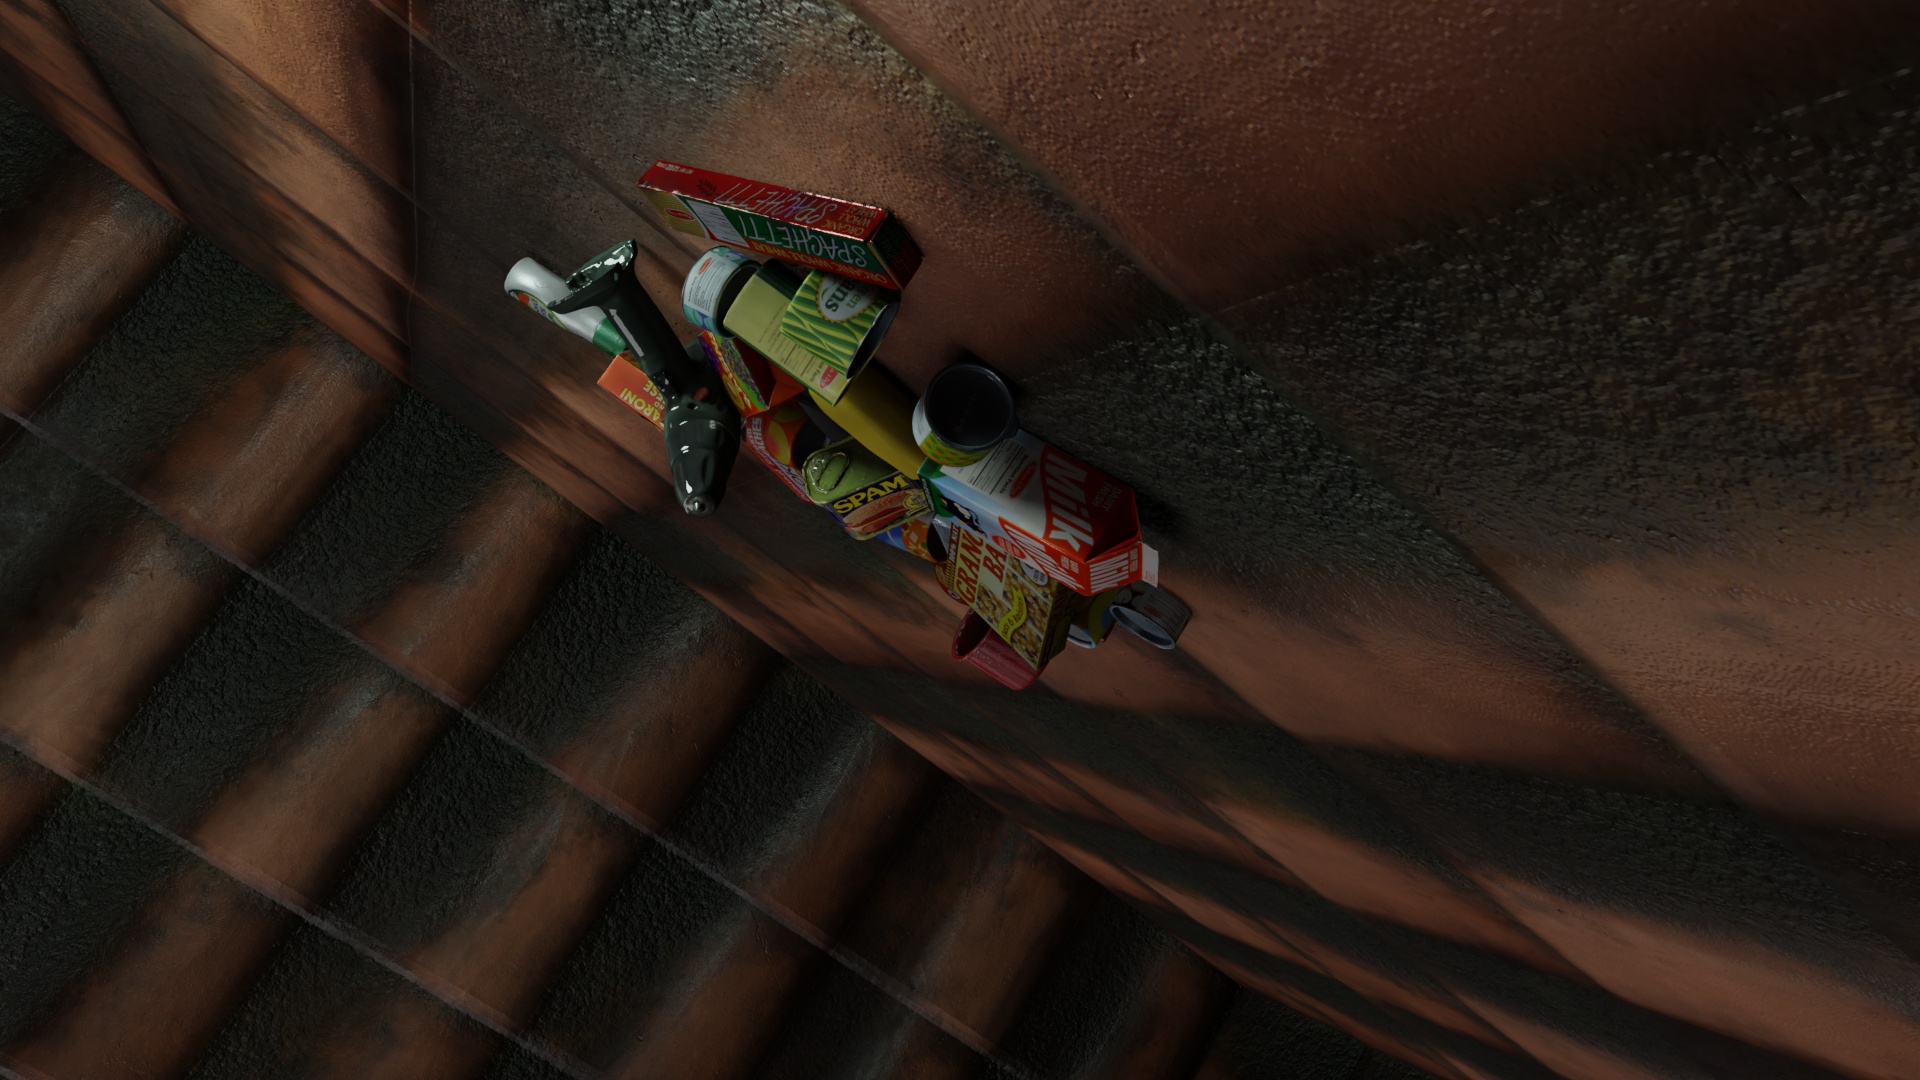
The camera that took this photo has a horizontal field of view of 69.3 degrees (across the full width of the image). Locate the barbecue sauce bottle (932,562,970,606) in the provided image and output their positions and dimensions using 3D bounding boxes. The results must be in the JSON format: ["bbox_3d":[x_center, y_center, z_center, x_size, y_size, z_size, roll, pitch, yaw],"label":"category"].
[{"bbox_3d":[0.000,0.022,1.419,0.065,0.044,0.148,31,165,15],"label":"barbecue sauce bottle"}]

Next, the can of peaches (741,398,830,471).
[{"bbox_3d":[-0.162,-0.104,1.309,0.058,0.071,0.071,27,164,23],"label":"can of peaches"}]

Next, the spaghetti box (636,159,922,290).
[{"bbox_3d":[-0.128,-0.218,0.948,0.250,0.029,0.050,22,162,39],"label":"spaghetti box"}]

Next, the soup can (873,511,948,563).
[{"bbox_3d":[-0.040,-0.018,1.325,0.084,0.071,0.071,22,161,38],"label":"soup can"}]

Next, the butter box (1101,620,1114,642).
[{"bbox_3d":[0.102,0.058,1.353,0.103,0.024,0.053,30,164,16],"label":"butter box"}]

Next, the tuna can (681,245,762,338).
[{"bbox_3d":[-0.181,-0.191,1.078,0.033,0.071,0.071,28,164,19],"label":"tuna can"}]

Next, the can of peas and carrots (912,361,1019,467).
[{"bbox_3d":[0.004,-0.089,1.004,0.071,0.071,0.058,35,166,-4],"label":"can of peas and carrots"}]

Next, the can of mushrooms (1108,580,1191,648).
[{"bbox_3d":[0.164,0.063,1.210,0.071,0.033,0.071,31,165,9],"label":"can of mushrooms"}]

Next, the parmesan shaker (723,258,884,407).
[{"bbox_3d":[-0.117,-0.159,1.048,0.103,0.071,0.071,36,165,-4],"label":"parmesan shaker"}]

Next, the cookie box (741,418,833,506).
[{"bbox_3d":[-0.136,-0.073,1.418,0.167,0.040,0.122,19,159,44],"label":"cookie box"}]

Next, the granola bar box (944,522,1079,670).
[{"bbox_3d":[0.045,0.019,1.181,0.124,0.039,0.164,43,152,23],"label":"granola bar box"}]

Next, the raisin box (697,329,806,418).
[{"bbox_3d":[-0.179,-0.151,1.180,0.086,0.040,0.123,62,164,-10],"label":"raisin box"}]

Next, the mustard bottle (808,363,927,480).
[{"bbox_3d":[-0.052,-0.091,1.155,0.160,0.049,0.065,40,163,-24],"label":"mustard bottle"}]

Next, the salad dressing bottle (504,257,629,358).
[{"bbox_3d":[-0.404,-0.240,1.455,0.148,0.044,0.064,33,167,5],"label":"salad dressing bottle"}]

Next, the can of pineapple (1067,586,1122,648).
[{"bbox_3d":[0.109,0.056,1.260,0.071,0.058,0.070,32,165,10],"label":"can of pineapple"}]

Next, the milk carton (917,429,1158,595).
[{"bbox_3d":[0.068,-0.022,1.063,0.191,0.073,0.072,29,163,18],"label":"milk carton"}]

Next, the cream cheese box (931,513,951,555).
[{"bbox_3d":[0.005,-0.016,1.265,0.024,0.053,0.103,27,164,20],"label":"cream cheese box"}]

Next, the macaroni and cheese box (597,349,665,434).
[{"bbox_3d":[-0.287,-0.143,1.396,0.123,0.040,0.167,36,-171,-9],"label":"macaroni and cheese box"}]

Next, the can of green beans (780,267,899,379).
[{"bbox_3d":[-0.085,-0.157,0.976,0.058,0.071,0.071,34,165,1],"label":"can of green beans"}]
